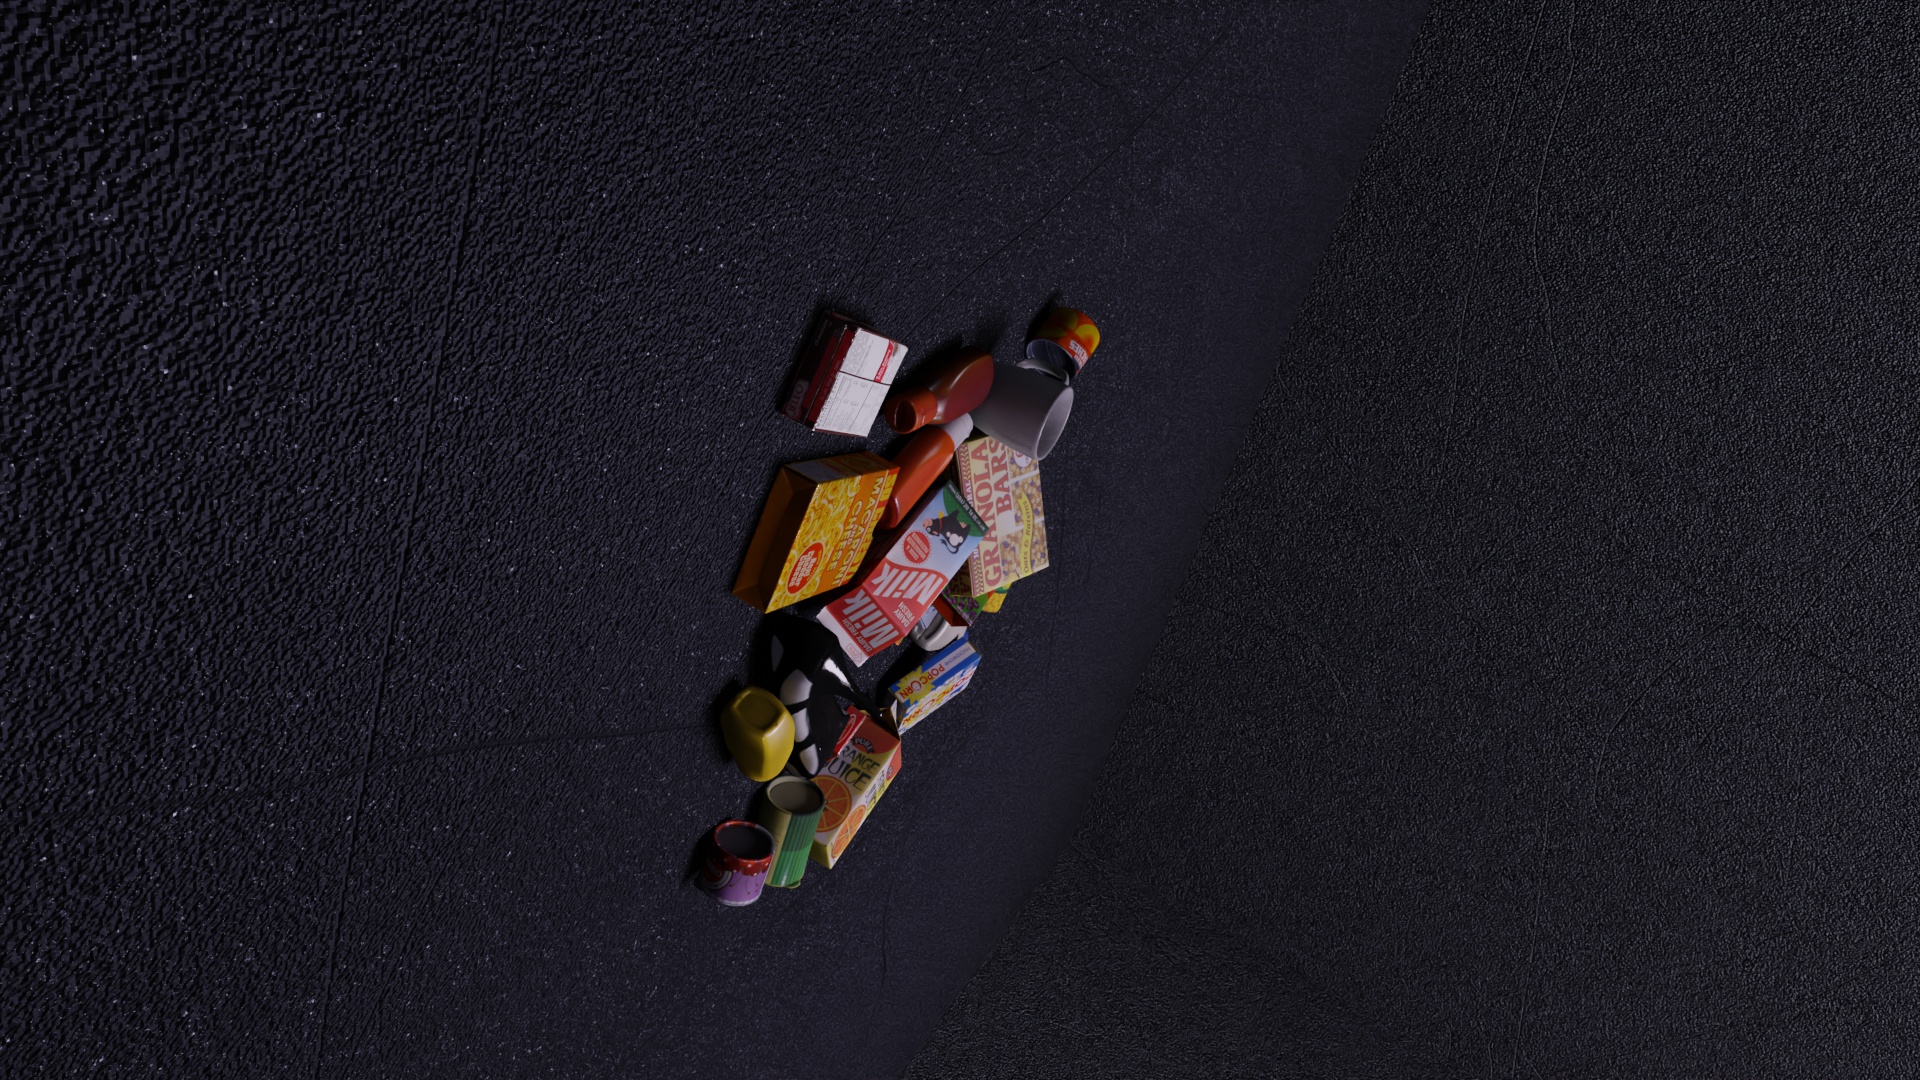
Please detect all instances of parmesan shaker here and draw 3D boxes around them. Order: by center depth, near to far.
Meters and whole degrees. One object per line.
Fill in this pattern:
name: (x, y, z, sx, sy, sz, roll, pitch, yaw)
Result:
parmesan shaker: (-0.186, 0.312, 1.487, 0.071, 0.071, 0.102, -36, 150, -57)

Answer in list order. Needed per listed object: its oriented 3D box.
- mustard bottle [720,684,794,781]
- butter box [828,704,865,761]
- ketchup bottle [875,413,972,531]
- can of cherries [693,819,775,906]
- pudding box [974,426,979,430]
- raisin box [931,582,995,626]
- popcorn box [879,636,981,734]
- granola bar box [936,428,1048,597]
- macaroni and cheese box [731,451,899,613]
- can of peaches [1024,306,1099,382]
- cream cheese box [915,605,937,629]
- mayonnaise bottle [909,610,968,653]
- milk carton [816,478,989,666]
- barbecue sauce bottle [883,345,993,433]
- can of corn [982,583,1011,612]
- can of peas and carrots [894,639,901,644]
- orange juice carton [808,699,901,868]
mustard bottle: (-0.189, 0.191, 1.306, 0.049, 0.065, 0.159, -47, 165, -26)
butter box: (-0.139, 0.211, 1.485, 0.053, 0.024, 0.103, -54, -173, -29)
ketchup bottle: (-0.040, -0.076, 1.359, 0.149, 0.043, 0.064, -51, 167, -36)
can of cherries: (-0.227, 0.323, 1.396, 0.072, 0.071, 0.058, -30, 144, -62)
pudding box: (0.041, -0.135, 1.537, 0.050, 0.030, 0.083, -44, 156, -45)
raisin box: (0.008, 0.026, 1.596, 0.040, 0.086, 0.124, -10, -143, 53)
popcorn box: (-0.039, 0.180, 1.708, 0.127, 0.038, 0.084, -33, 161, -31)
granola bar box: (0.034, -0.035, 1.477, 0.125, 0.039, 0.165, -21, 110, -43)
macaroni and cheese box: (-0.123, -0.011, 1.216, 0.123, 0.040, 0.167, -66, 163, 16)
can of peaches: (0.117, -0.220, 1.559, 0.058, 0.071, 0.071, -54, 162, -28)
cream cheese box: (-0.027, 0.050, 1.636, 0.104, 0.024, 0.053, -58, 164, -15)
mayonnaise bottle: (-0.021, 0.111, 1.725, 0.065, 0.041, 0.148, -54, 165, -3)
milk carton: (-0.063, 0.031, 1.356, 0.072, 0.073, 0.191, 52, 58, -22)
barbecue sauce bottle: (-0.020, -0.139, 1.319, 0.149, 0.044, 0.064, -37, 147, -55)
can of corn: (0.031, 0.049, 1.734, 0.058, 0.071, 0.071, -65, 164, 14)
can of peas and carrots: (-0.078, 0.066, 1.434, 0.059, 0.071, 0.071, -59, 164, -9)
orange juice carton: (-0.127, 0.271, 1.602, 0.193, 0.073, 0.071, -53, 162, -29)
